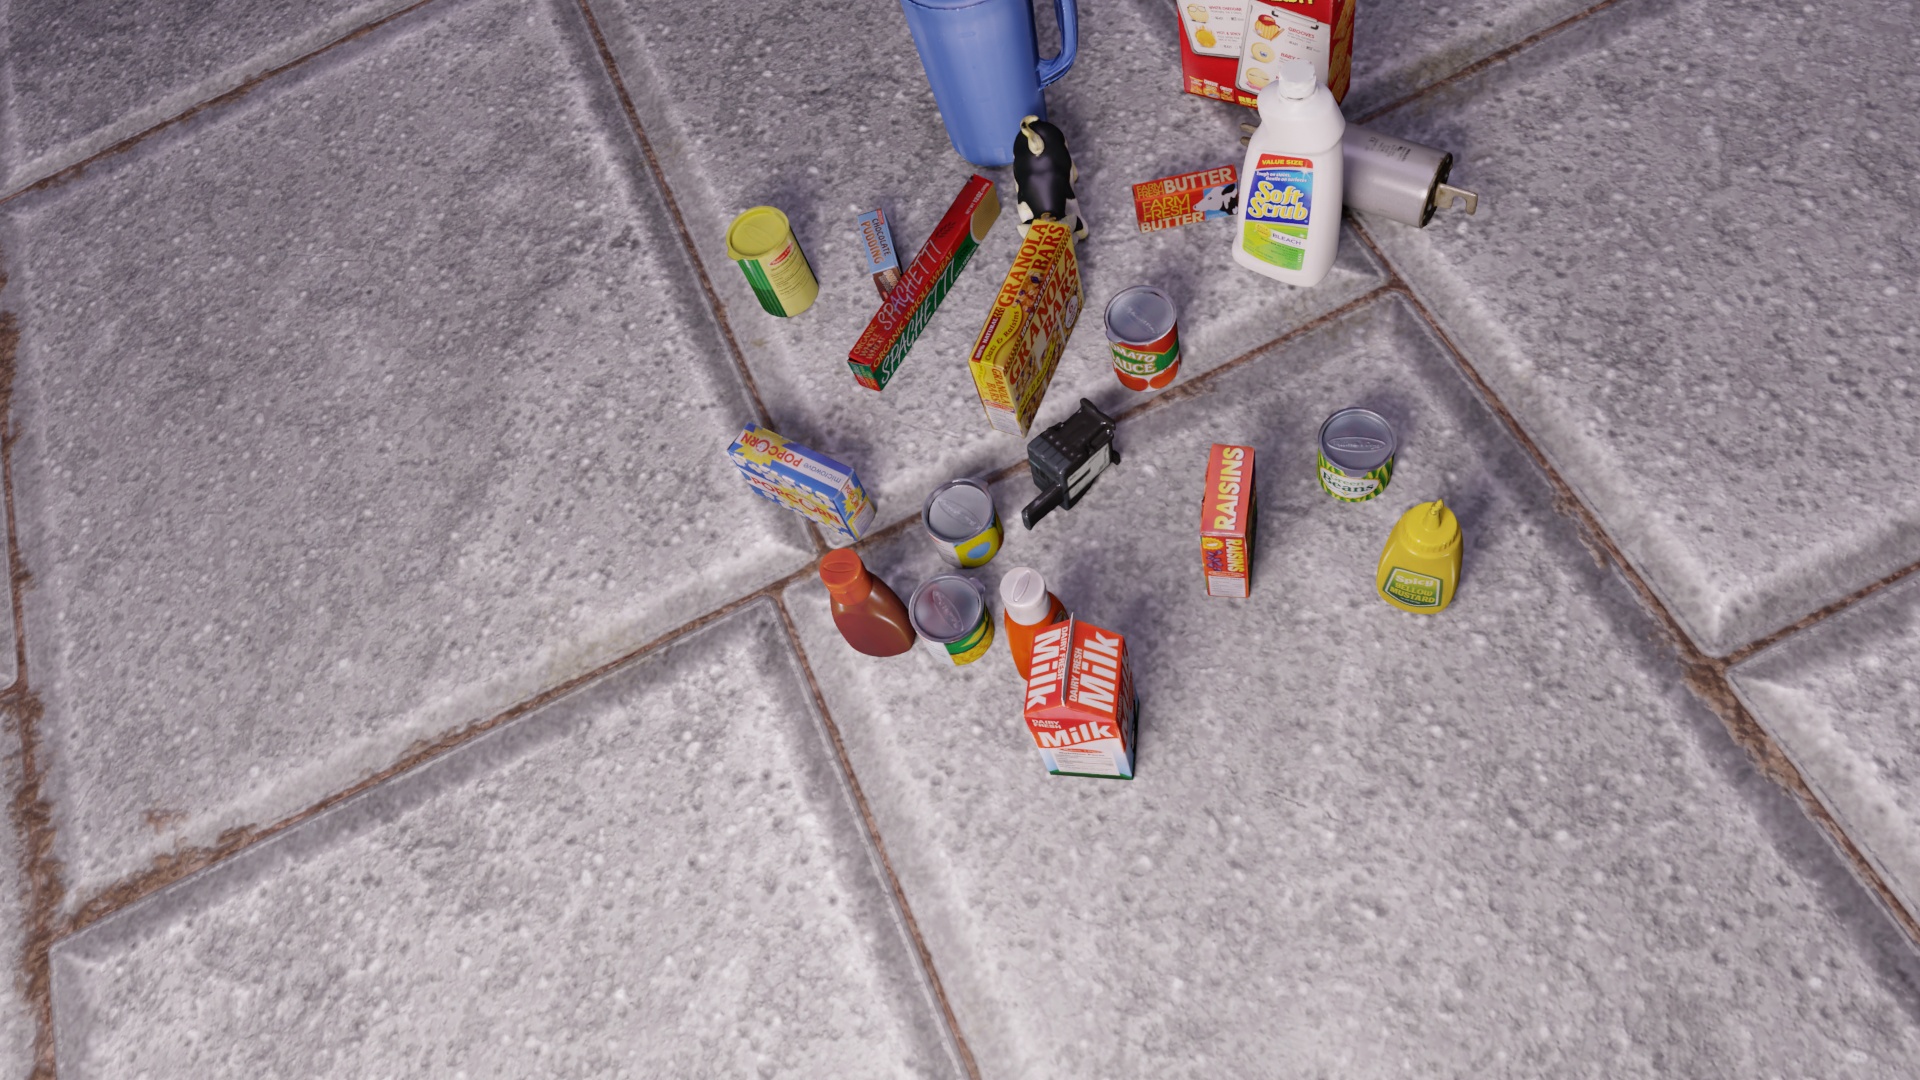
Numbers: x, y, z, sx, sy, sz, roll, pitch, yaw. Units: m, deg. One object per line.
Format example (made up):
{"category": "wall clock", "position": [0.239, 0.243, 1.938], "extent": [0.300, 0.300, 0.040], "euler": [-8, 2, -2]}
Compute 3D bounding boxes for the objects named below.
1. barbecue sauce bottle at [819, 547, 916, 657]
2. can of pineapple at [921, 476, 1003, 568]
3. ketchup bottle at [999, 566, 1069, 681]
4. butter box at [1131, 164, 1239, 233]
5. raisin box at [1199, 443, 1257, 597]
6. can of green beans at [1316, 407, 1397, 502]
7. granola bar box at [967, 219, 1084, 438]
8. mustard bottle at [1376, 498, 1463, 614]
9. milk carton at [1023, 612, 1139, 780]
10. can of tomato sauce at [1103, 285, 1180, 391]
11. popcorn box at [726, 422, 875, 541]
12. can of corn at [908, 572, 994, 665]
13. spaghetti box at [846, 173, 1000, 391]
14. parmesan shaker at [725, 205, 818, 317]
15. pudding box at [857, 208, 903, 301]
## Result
{"category": "barbecue sauce bottle", "position": [-0.084, 0.055, 1.200], "extent": [0.065, 0.148, 0.044], "euler": [1, 64, 13]}
{"category": "can of pineapple", "position": [0.005, -0.016, 1.268], "extent": [0.071, 0.057, 0.071], "euler": [-5, 62, 10]}
{"category": "ketchup bottle", "position": [0.062, 0.068, 1.160], "extent": [0.043, 0.148, 0.065], "euler": [17, 69, 20]}
{"category": "butter box", "position": [0.226, -0.341, 1.390], "extent": [0.103, 0.053, 0.024], "euler": [-9, 62, 8]}
{"category": "raisin box", "position": [0.229, -0.015, 1.181], "extent": [0.040, 0.123, 0.086], "euler": [5, 65, 15]}
{"category": "can of green beans", "position": [0.348, -0.075, 1.223], "extent": [0.071, 0.057, 0.071], "euler": [-5, 62, 10]}
{"category": "granola bar box", "position": [0.064, -0.199, 1.312], "extent": [0.039, 0.123, 0.166], "euler": [16, 68, 20]}
{"category": "mustard bottle", "position": [0.372, 0.008, 1.116], "extent": [0.065, 0.159, 0.049], "euler": [15, 68, 19]}
{"category": "milk carton", "position": [0.096, 0.126, 1.099], "extent": [0.073, 0.190, 0.072], "euler": [2, 64, 14]}
{"category": "can of tomato sauce", "position": [0.171, -0.187, 1.305], "extent": [0.071, 0.082, 0.071], "euler": [-5, 63, 10]}
{"category": "popcorn box", "position": [-0.148, -0.055, 1.307], "extent": [0.127, 0.085, 0.038], "euler": [25, 71, 23]}
{"category": "can of corn", "position": [-0.005, 0.069, 1.226], "extent": [0.071, 0.058, 0.071], "euler": [-5, 62, 10]}
{"category": "spaghetti box", "position": [-0.034, -0.262, 1.408], "extent": [0.029, 0.050, 0.251], "euler": [24, 71, 22]}
{"category": "parmesan shaker", "position": [-0.194, -0.282, 1.424], "extent": [0.071, 0.102, 0.071], "euler": [-5, 63, 10]}
{"category": "pudding box", "position": [-0.080, -0.296, 1.436], "extent": [0.030, 0.049, 0.084], "euler": [-16, 61, 4]}
